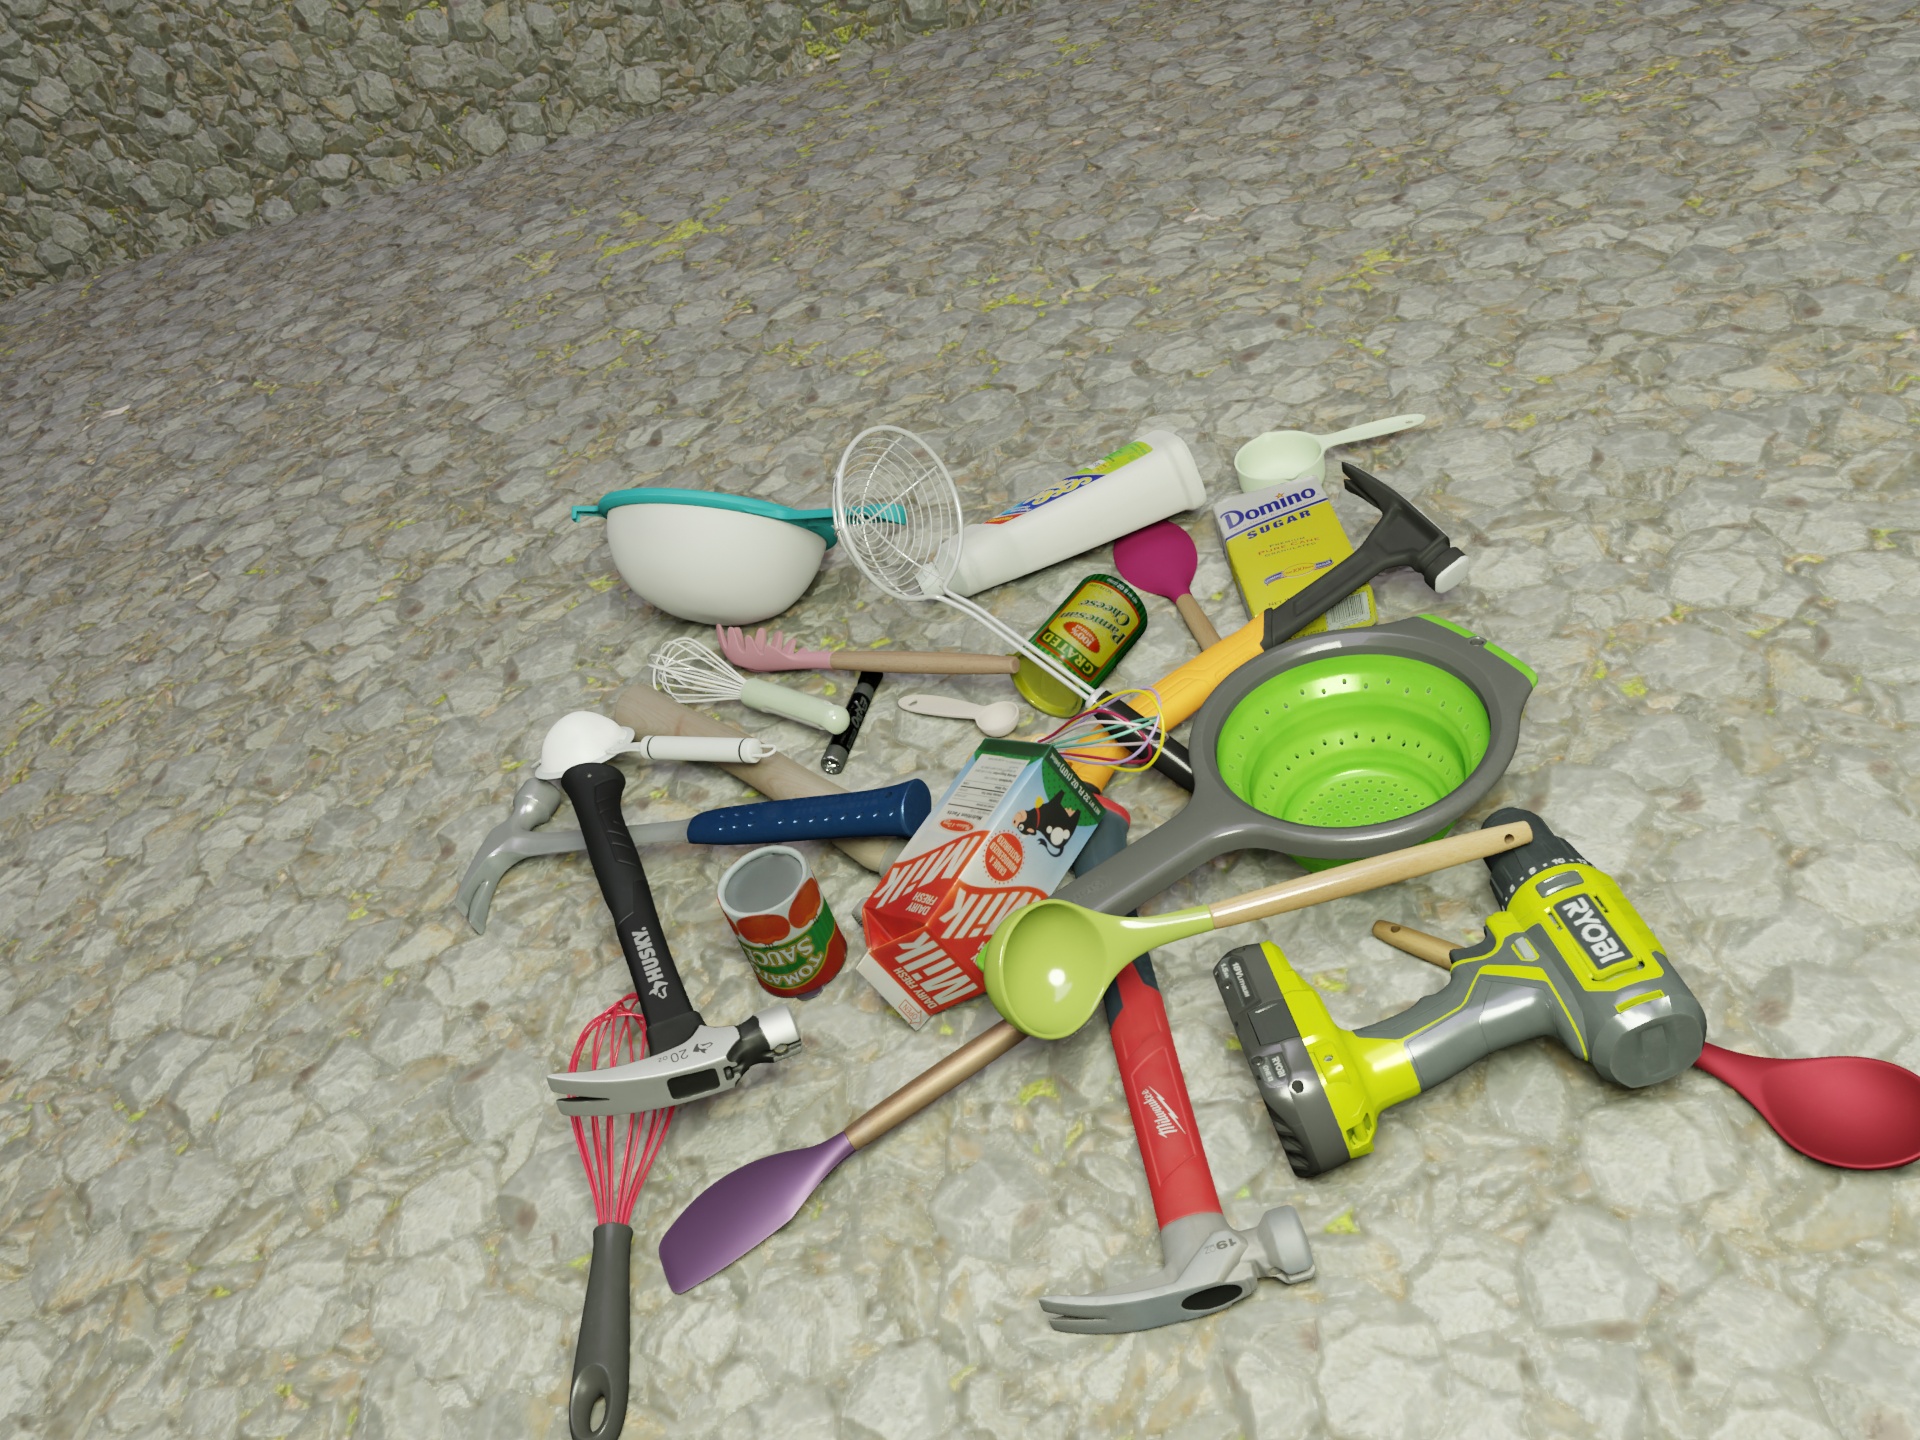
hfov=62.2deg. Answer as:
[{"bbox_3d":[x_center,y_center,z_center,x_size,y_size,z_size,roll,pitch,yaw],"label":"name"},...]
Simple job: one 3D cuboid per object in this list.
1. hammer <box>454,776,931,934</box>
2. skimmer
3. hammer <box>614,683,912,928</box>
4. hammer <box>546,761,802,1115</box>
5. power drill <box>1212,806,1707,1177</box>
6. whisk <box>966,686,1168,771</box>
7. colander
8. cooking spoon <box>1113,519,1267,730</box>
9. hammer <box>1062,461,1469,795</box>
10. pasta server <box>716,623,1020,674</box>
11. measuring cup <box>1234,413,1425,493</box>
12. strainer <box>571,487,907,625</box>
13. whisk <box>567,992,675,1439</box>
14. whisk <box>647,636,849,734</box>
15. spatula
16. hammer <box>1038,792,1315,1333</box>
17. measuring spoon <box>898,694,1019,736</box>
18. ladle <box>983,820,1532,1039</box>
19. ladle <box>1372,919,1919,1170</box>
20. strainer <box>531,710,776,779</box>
[{"bbox_3d":[-0.204,0.085,1.167,0.405,0.035,0.144,-7,39,30],"label":"hammer"},{"bbox_3d":[0.057,-0.070,1.118,0.363,0.090,0.127,38,44,13],"label":"skimmer"},{"bbox_3d":[-0.140,0.035,1.231,0.411,0.038,0.146,24,69,44],"label":"hammer"},{"bbox_3d":[-0.223,0.129,1.058,0.146,0.035,0.335,-18,38,-14],"label":"hammer"},{"bbox_3d":[0.266,0.145,0.890,0.228,0.080,0.191,-22,34,5],"label":"power drill"},{"bbox_3d":[0.067,0.020,1.097,0.051,0.047,0.245,-36,9,-28],"label":"whisk"},{"bbox_3d":[0.188,0.077,1.010,0.397,0.094,0.205,-31,39,-15],"label":"colander"},{"bbox_3d":[0.187,-0.082,1.269,0.069,0.017,0.319,-21,37,1],"label":"cooking spoon"},{"bbox_3d":[0.201,-0.056,1.167,0.337,0.034,0.127,-36,57,-5],"label":"hammer"},{"bbox_3d":[-0.082,-0.056,1.301,0.316,0.040,0.060,3,1,38],"label":"pasta server"},{"bbox_3d":[0.321,-0.227,1.376,0.167,0.038,0.083,-15,38,2],"label":"measuring cup"},{"bbox_3d":[-0.172,-0.132,1.358,0.340,0.210,0.095,3,84,44],"label":"strainer"},{"bbox_3d":[-0.208,0.289,0.955,0.073,0.073,0.296,-14,45,7],"label":"whisk"},{"bbox_3d":[-0.179,-0.024,1.323,0.246,0.057,0.059,17,86,41],"label":"whisk"},{"bbox_3d":[-0.045,0.235,0.952,0.316,0.018,0.060,-33,38,-4],"label":"spatula"},{"bbox_3d":[0.092,0.184,0.969,0.143,0.038,0.387,-17,38,5],"label":"hammer"},{"bbox_3d":[-0.002,-0.004,1.261,0.124,0.018,0.034,10,46,42],"label":"measuring spoon"},{"bbox_3d":[0.168,0.106,0.892,0.320,0.078,0.062,-15,6,1],"label":"ladle"},{"bbox_3d":[0.368,0.169,0.880,0.316,0.031,0.069,20,54,42],"label":"ladle"},{"bbox_3d":[-0.251,0.019,1.260,0.258,0.050,0.087,1,29,30],"label":"strainer"}]
